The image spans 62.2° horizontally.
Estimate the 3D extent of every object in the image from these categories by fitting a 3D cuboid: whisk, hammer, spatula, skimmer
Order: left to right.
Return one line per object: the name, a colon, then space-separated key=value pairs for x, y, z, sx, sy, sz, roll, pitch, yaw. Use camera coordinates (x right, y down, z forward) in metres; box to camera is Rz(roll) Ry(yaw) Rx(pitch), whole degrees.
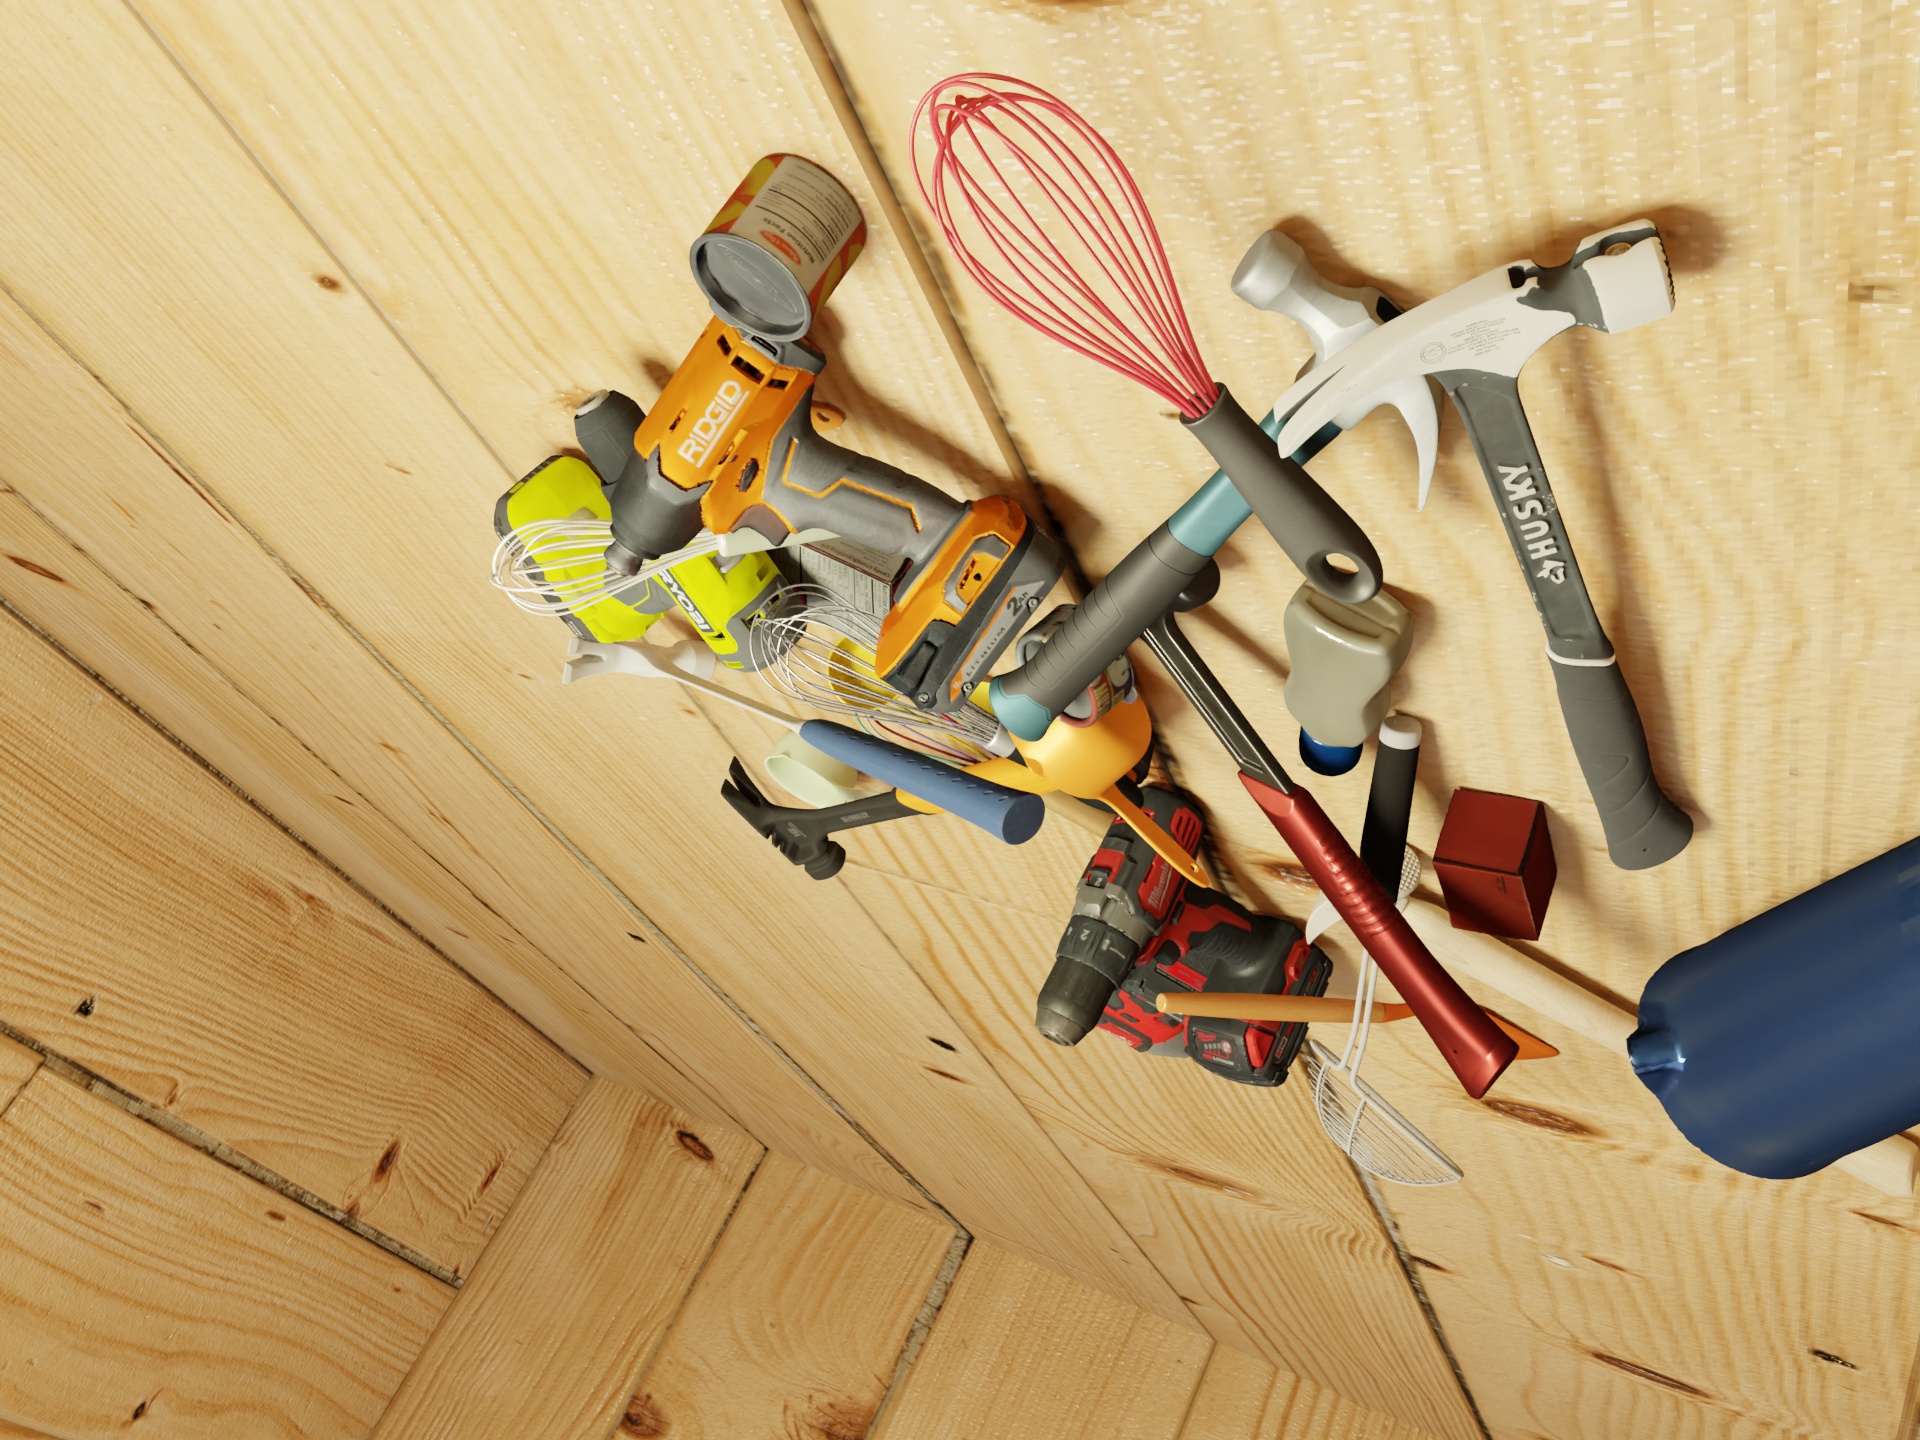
whisk: x=-0.146 y=-0.105 z=0.917 sx=0.059 sy=0.246 sz=0.057 roll=-122 pitch=24 yaw=-58
hammer: x=-0.114 y=0.005 z=1.100 sx=0.406 sy=0.035 sz=0.144 roll=21 pitch=-167 yaw=38
hammer: x=-0.017 y=0.047 z=1.130 sx=0.337 sy=0.034 sz=0.127 roll=-14 pitch=134 yaw=35
whisk: x=-0.001 y=-0.004 z=0.986 sx=0.284 sy=0.070 sz=0.070 roll=26 pitch=158 yaw=-21
whisk: x=0.028 y=0.033 z=1.152 sx=0.245 sy=0.051 sz=0.047 roll=30 pitch=150 yaw=-7
hammer: x=0.103 y=-0.082 z=0.765 sx=0.128 sy=0.033 sz=0.331 roll=31 pitch=140 yaw=-10
whisk: x=0.087 y=-0.141 z=0.640 sx=0.295 sy=0.073 sz=0.073 roll=41 pitch=153 yaw=-29
hammer: x=0.193 y=0.065 z=0.904 sx=0.359 sy=0.037 sz=0.149 roll=53 pitch=156 yaw=-5
spatula: x=0.278 y=0.215 z=1.125 sx=0.322 sy=0.041 sz=0.081 roll=7 pitch=165 yaw=-25
skimmer: x=0.276 y=0.148 z=0.989 sx=0.127 sy=0.090 sz=0.363 roll=44 pitch=143 yaw=50
hammer: x=0.270 y=-0.040 z=0.717 sx=0.149 sy=0.036 sz=0.408 roll=-16 pitch=139 yaw=24
hammer: x=0.428 y=0.205 z=1.051 sx=0.410 sy=0.038 sz=0.146 roll=28 pitch=157 yaw=4

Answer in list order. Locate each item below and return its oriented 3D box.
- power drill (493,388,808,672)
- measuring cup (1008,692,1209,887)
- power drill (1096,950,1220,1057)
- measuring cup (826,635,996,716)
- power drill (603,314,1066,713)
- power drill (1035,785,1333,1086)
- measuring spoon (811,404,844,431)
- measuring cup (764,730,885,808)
power drill: x=-0.215 y=-0.122 z=1.034 sx=0.229 sy=0.080 sz=0.190 roll=6 pitch=137 yaw=54
measuring cup: x=0.105 y=0.028 z=0.976 sx=0.173 sy=0.095 sz=0.052 roll=45 pitch=122 yaw=2
power drill: x=0.173 y=0.233 z=1.337 sx=0.143 sy=0.078 sz=0.219 roll=30 pitch=158 yaw=-1
measuring cup: x=-0.015 y=-0.024 z=1.097 sx=0.156 sy=0.062 sz=0.029 roll=14 pitch=-176 yaw=5
power drill: x=-0.075 y=-0.102 z=0.869 sx=0.226 sy=0.164 sz=0.084 roll=35 pitch=-168 yaw=-13
power drill: x=0.153 y=0.178 z=1.123 sx=0.080 sy=0.188 sz=0.226 roll=6 pitch=150 yaw=50
measuring spoon: x=-0.114 y=-0.181 z=0.940 sx=0.117 sy=0.011 sz=0.021 roll=7 pitch=147 yaw=34
measuring cup: x=-0.084 y=0.045 z=1.303 sx=0.168 sy=0.038 sz=0.083 roll=10 pitch=149 yaw=33
